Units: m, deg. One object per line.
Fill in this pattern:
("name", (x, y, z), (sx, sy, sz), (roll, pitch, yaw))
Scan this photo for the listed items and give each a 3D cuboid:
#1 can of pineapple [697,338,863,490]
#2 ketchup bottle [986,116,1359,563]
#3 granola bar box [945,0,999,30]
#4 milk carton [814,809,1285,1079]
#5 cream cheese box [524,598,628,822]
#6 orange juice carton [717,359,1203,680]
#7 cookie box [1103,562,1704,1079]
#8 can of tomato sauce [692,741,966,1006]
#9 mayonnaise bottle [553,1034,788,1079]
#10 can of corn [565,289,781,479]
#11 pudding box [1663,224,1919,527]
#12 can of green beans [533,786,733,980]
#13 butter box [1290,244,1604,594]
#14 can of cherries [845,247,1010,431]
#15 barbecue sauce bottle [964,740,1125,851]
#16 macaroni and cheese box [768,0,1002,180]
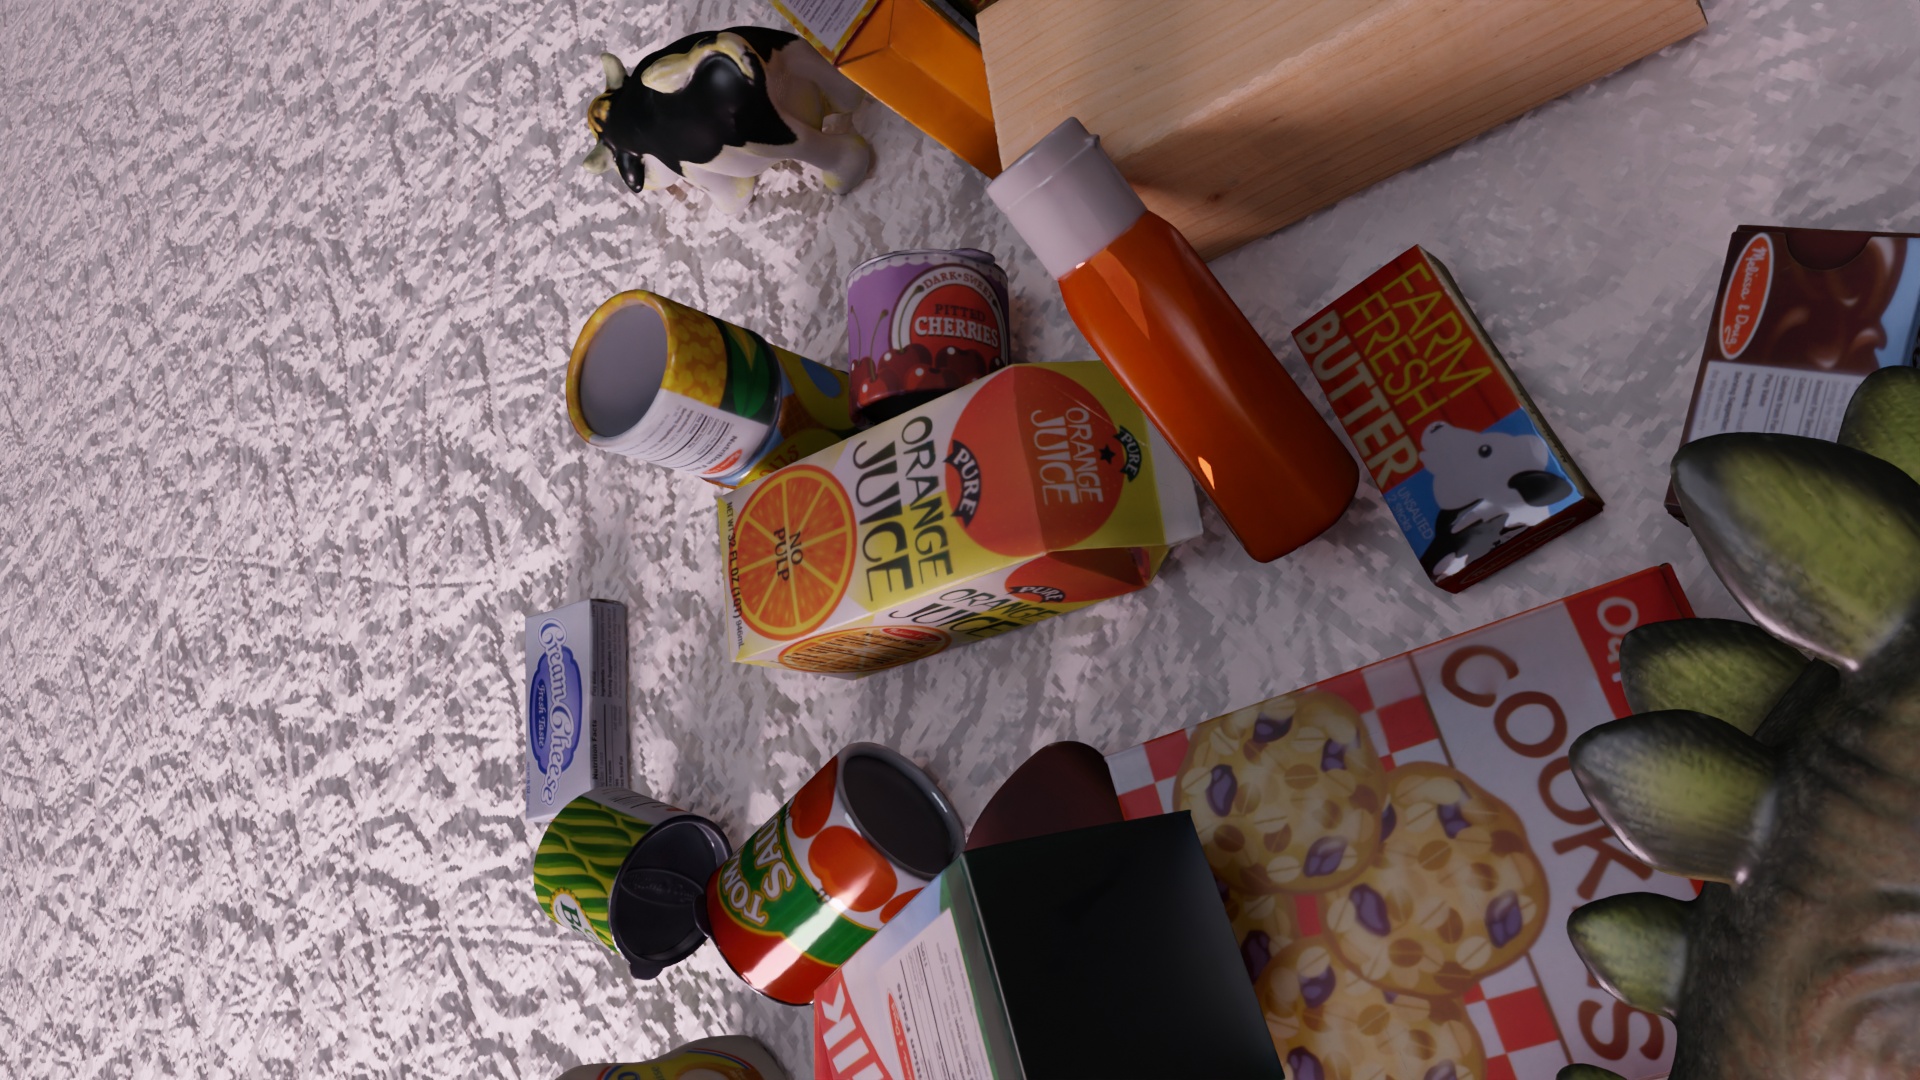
("can of pineapple", (-0.080, -0.049, 0.609), (0.071, 0.058, 0.071), (-9, 74, 36))
("ketchup bottle", (0.068, -0.065, 0.445), (0.043, 0.065, 0.148), (-35, 100, 26))
("granola bar box", (0.017, -0.293, 0.587), (0.124, 0.039, 0.166), (-43, 56, 7))
("milk carton", (0.009, 0.151, 0.419), (0.189, 0.072, 0.074), (124, 135, -53))
("cream cheese box", (-0.190, 0.084, 0.687), (0.053, 0.024, 0.104), (-17, 70, 33))
("orange juice carton", (0.002, -0.007, 0.525), (0.192, 0.073, 0.072), (-21, 68, 33))
("cookie box", (0.138, 0.094, 0.389), (0.167, 0.040, 0.123), (-22, 66, 16))
("can of tomato sauce", (-0.050, 0.127, 0.537), (0.083, 0.071, 0.071), (-45, 56, 21))
("mayonnaise bottle", (-0.126, 0.225, 0.523), (0.065, 0.148, 0.041), (44, 107, 36))
("can of corn", (-0.118, -0.065, 0.565), (0.071, 0.058, 0.071), (-9, 74, 36))
("pudding box", (0.231, -0.041, 0.380), (0.049, 0.030, 0.083), (14, 88, 41))
("can of green beans", (-0.143, 0.146, 0.608), (0.058, 0.071, 0.071), (8, 85, 40))
("butter box", (0.153, -0.040, 0.445), (0.053, 0.024, 0.104), (-36, 60, 26))
("can of cherries", (-0.012, -0.077, 0.555), (0.071, 0.071, 0.058), (-12, 73, 36))
("barbecue sauce bottle", (0.064, 0.138, 0.462), (0.149, 0.044, 0.064), (47, 112, 35))
("macaroni and cheese box", (-0.039, -0.221, 0.575), (0.040, 0.123, 0.167), (-49, 54, 16))
